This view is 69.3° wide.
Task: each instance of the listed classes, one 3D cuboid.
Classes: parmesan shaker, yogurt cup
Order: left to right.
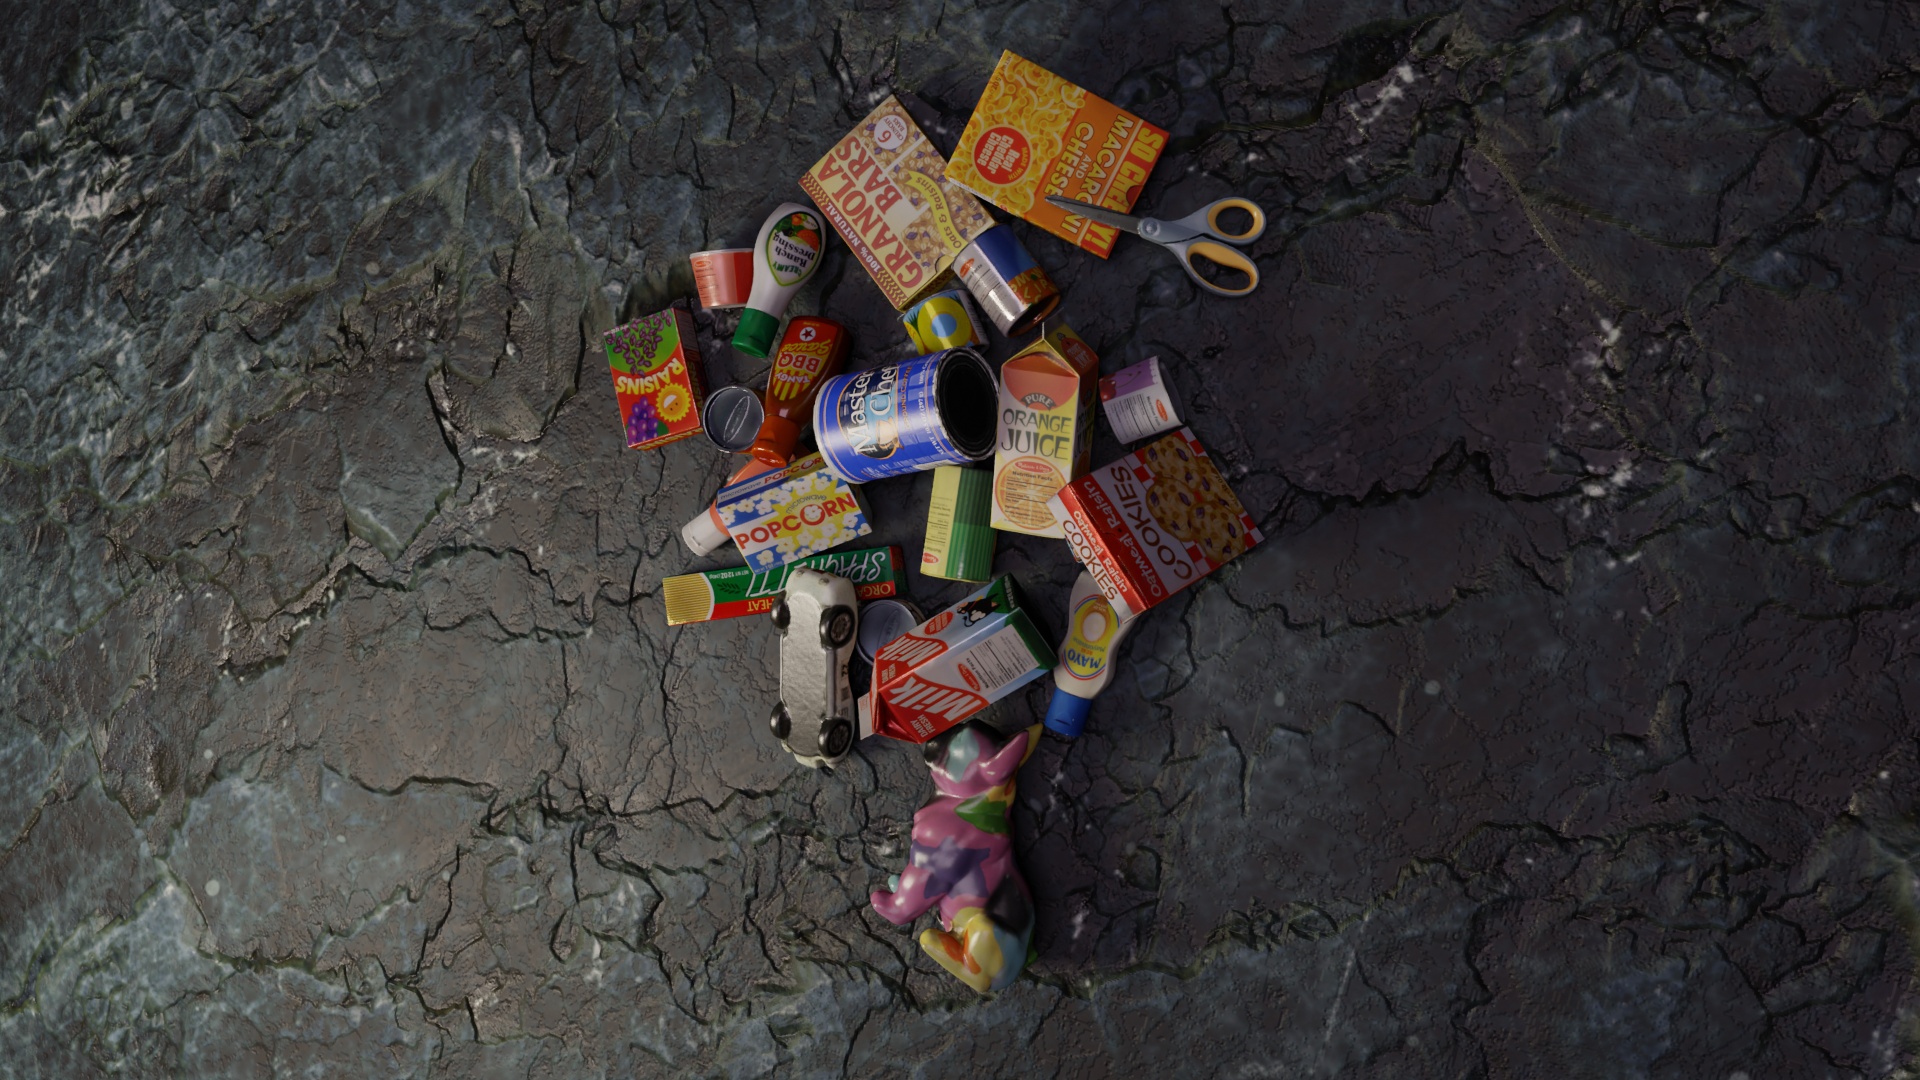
[{"bbox_3d":[-0.228,-0.256,1.358,0.072,0.072,0.054,-3,98,17],"label":"yogurt cup"},{"bbox_3d":[0.005,-0.016,1.283,0.071,0.071,0.103,9,93,17],"label":"parmesan shaker"}]

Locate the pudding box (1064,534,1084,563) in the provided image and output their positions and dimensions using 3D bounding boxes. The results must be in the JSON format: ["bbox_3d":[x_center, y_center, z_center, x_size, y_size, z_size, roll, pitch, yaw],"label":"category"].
[{"bbox_3d":[0.129,-0.002,1.238,0.049,0.084,0.030,-28,80,16],"label":"pudding box"}]

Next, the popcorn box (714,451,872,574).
[{"bbox_3d":[-0.157,-0.028,1.318,0.126,0.038,0.085,-20,123,7],"label":"popcorn box"}]

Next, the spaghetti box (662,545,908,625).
[{"bbox_3d":[-0.174,0.044,1.360,0.250,0.029,0.050,-8,89,17],"label":"spaghetti box"}]

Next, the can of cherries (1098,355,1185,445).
[{"bbox_3d":[0.162,-0.125,1.238,0.058,0.071,0.071,-20,85,18],"label":"can of cherries"}]

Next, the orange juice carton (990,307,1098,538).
[{"bbox_3d":[0.076,-0.106,1.231,0.073,0.072,0.191,10,111,17],"label":"orange juice carton"}]

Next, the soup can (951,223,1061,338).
[{"bbox_3d":[0.045,-0.238,1.273,0.071,0.071,0.084,-39,81,14],"label":"soup can"}]

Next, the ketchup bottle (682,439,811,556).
[{"bbox_3d":[-0.206,-0.038,1.360,0.148,0.044,0.064,-34,98,15],"label":"ketchup bottle"}]

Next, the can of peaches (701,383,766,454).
[{"bbox_3d":[-0.208,-0.116,1.354,0.071,0.058,0.071,0,90,17],"label":"can of peaches"}]

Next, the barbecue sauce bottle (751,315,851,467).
[{"bbox_3d":[-0.155,-0.141,1.315,0.065,0.043,0.149,11,67,19],"label":"barbecue sauce bottle"}]

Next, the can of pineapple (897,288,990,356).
[{"bbox_3d":[-0.015,-0.193,1.289,0.071,0.071,0.058,-26,83,16],"label":"can of pineapple"}]

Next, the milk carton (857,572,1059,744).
[{"bbox_3d":[-0.013,0.117,1.265,0.190,0.072,0.073,-31,114,9],"label":"milk carton"}]

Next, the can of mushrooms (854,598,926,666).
[{"bbox_3d":[-0.064,0.090,1.323,0.071,0.033,0.071,0,90,17],"label":"can of mushrooms"}]

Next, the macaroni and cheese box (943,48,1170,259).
[{"bbox_3d":[0.086,-0.345,1.250,0.166,0.040,0.123,27,98,0],"label":"macaroni and cheese box"}]

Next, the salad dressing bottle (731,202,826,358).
[{"bbox_3d":[-0.176,-0.249,1.333,0.064,0.044,0.148,23,83,-24],"label":"salad dressing bottle"}]

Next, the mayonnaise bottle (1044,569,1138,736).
[{"bbox_3d":[0.116,0.104,1.263,0.065,0.041,0.148,19,95,14],"label":"mayonnaise bottle"}]

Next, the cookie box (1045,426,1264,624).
[{"bbox_3d":[0.168,-0.017,1.186,0.123,0.168,0.040,57,140,9],"label":"cookie box"}]

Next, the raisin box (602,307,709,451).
[{"bbox_3d":[-0.302,-0.161,1.393,0.086,0.040,0.123,-15,85,16],"label":"raisin box"}]

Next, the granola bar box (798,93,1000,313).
[{"bbox_3d":[-0.057,-0.318,1.316,0.124,0.039,0.166,-40,80,13],"label":"granola bar box"}]
